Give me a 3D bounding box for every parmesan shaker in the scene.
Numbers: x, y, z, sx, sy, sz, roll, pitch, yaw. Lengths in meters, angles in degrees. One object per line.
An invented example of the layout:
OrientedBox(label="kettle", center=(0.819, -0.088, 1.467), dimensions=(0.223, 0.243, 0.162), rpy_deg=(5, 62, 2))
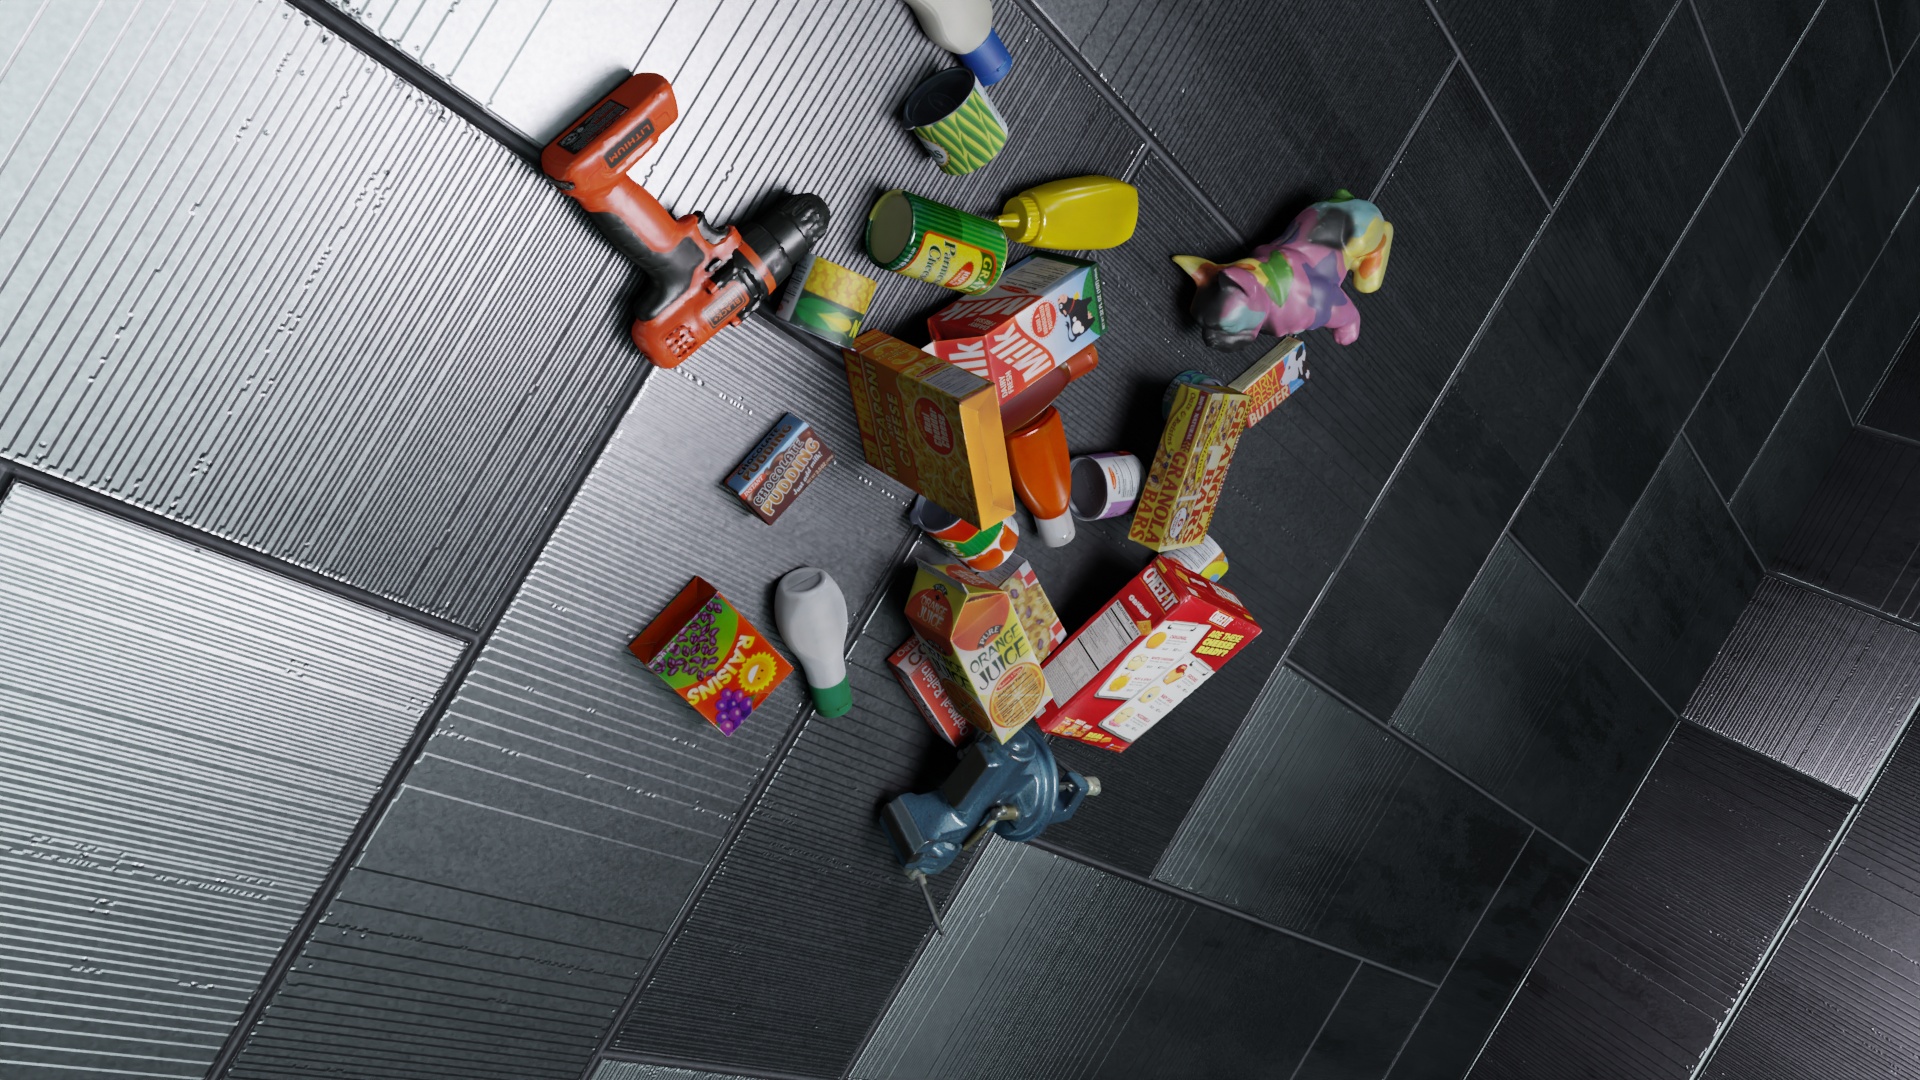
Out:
OrientedBox(label="parmesan shaker", center=(-0.022, -0.245, 1.158), dimensions=(0.103, 0.071, 0.071), rpy_deg=(7, 107, -42))

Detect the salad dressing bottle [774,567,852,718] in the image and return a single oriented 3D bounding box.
OrientedBox(label="salad dressing bottle", center=(-0.128, 0.095, 1.255), dimensions=(0.064, 0.044, 0.147), rpy_deg=(-30, 129, -28))

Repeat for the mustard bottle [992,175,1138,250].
OrientedBox(label="mustard bottle", center=(0.087, -0.290, 1.237), dimensions=(0.161, 0.049, 0.065), rpy_deg=(-13, 120, -35))

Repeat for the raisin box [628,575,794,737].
OrientedBox(label="raisin box", center=(-0.211, 0.101, 1.190), dimensions=(0.086, 0.040, 0.123), rpy_deg=(-48, 134, -12))

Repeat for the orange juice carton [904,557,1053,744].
OrientedBox(label="orange juice carton", center=(0.012, 0.094, 1.296), dimensions=(0.073, 0.072, 0.191), rpy_deg=(-41, 131, -19))

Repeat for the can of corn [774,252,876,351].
OrientedBox(label="can of corn", center=(-0.105, -0.191, 1.111), dimensions=(0.071, 0.071, 0.058), rpy_deg=(17, 100, -44))

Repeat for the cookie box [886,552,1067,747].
OrientedBox(label="cookie box", center=(0.019, 0.108, 1.388), dimensions=(0.168, 0.040, 0.122), rpy_deg=(-44, 133, -16))

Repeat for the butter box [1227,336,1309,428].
OrientedBox(label="butter box", center=(0.339, -0.174, 1.528), dimensions=(0.104, 0.024, 0.053), rpy_deg=(-39, 131, -19))

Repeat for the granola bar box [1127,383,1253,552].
OrientedBox(label="granola bar box", center=(0.234, -0.075, 1.406), dimensions=(0.124, 0.039, 0.165), rpy_deg=(-7, 117, -59))

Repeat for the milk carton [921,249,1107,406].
OrientedBox(label="milk carton", center=(0.039, -0.180, 1.218), dimensions=(0.191, 0.073, 0.072), rpy_deg=(-36, 131, -32))

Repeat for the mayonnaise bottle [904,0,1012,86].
OrientedBox(label="mayonnaise bottle", center=(-0.010, -0.423, 1.094), dimensions=(0.065, 0.041, 0.147), rpy_deg=(-51, 135, -6))

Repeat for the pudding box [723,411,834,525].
OrientedBox(label="pudding box", center=(-0.152, -0.060, 1.164), dimensions=(0.084, 0.030, 0.049), rpy_deg=(-48, 133, -11))

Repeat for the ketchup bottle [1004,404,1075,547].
OrientedBox(label="ketchup bottle", center=(0.080, -0.060, 1.352), dimensions=(0.065, 0.043, 0.148), rpy_deg=(-34, 130, -19))

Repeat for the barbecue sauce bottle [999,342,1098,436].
OrientedBox(label="barbecue sauce bottle", center=(0.063, -0.146, 1.294), dimensions=(0.149, 0.044, 0.064), rpy_deg=(-31, 121, -26))

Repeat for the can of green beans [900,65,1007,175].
OrientedBox(label="can of green beans", center=(-0.003, -0.339, 1.124), dimensions=(0.071, 0.071, 0.057), rpy_deg=(-50, 135, -8))

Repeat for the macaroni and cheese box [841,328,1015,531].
OrientedBox(label="macaroni and cheese box", center=(-0.027, -0.095, 1.157), dimensions=(0.040, 0.167, 0.123), rpy_deg=(-29, 128, -26))

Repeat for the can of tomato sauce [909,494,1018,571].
OrientedBox(label="can of tomato sauce", center=(0.005, -0.016, 1.295), dimensions=(0.071, 0.071, 0.083), rpy_deg=(-53, 135, -5))

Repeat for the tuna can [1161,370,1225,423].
OrientedBox(label="tuna can", center=(0.243, -0.144, 1.455), dimensions=(0.071, 0.033, 0.070), rpy_deg=(-19, 123, -33))

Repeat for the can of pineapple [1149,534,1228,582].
OrientedBox(label="can of pineapple", center=(0.251, 0.029, 1.528), dimensions=(0.058, 0.071, 0.070), rpy_deg=(-42, 132, -17))

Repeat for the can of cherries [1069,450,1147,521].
OrientedBox(label="can of cherries", center=(0.143, -0.055, 1.396), dimensions=(0.058, 0.071, 0.071), rpy_deg=(-10, 117, -38))
